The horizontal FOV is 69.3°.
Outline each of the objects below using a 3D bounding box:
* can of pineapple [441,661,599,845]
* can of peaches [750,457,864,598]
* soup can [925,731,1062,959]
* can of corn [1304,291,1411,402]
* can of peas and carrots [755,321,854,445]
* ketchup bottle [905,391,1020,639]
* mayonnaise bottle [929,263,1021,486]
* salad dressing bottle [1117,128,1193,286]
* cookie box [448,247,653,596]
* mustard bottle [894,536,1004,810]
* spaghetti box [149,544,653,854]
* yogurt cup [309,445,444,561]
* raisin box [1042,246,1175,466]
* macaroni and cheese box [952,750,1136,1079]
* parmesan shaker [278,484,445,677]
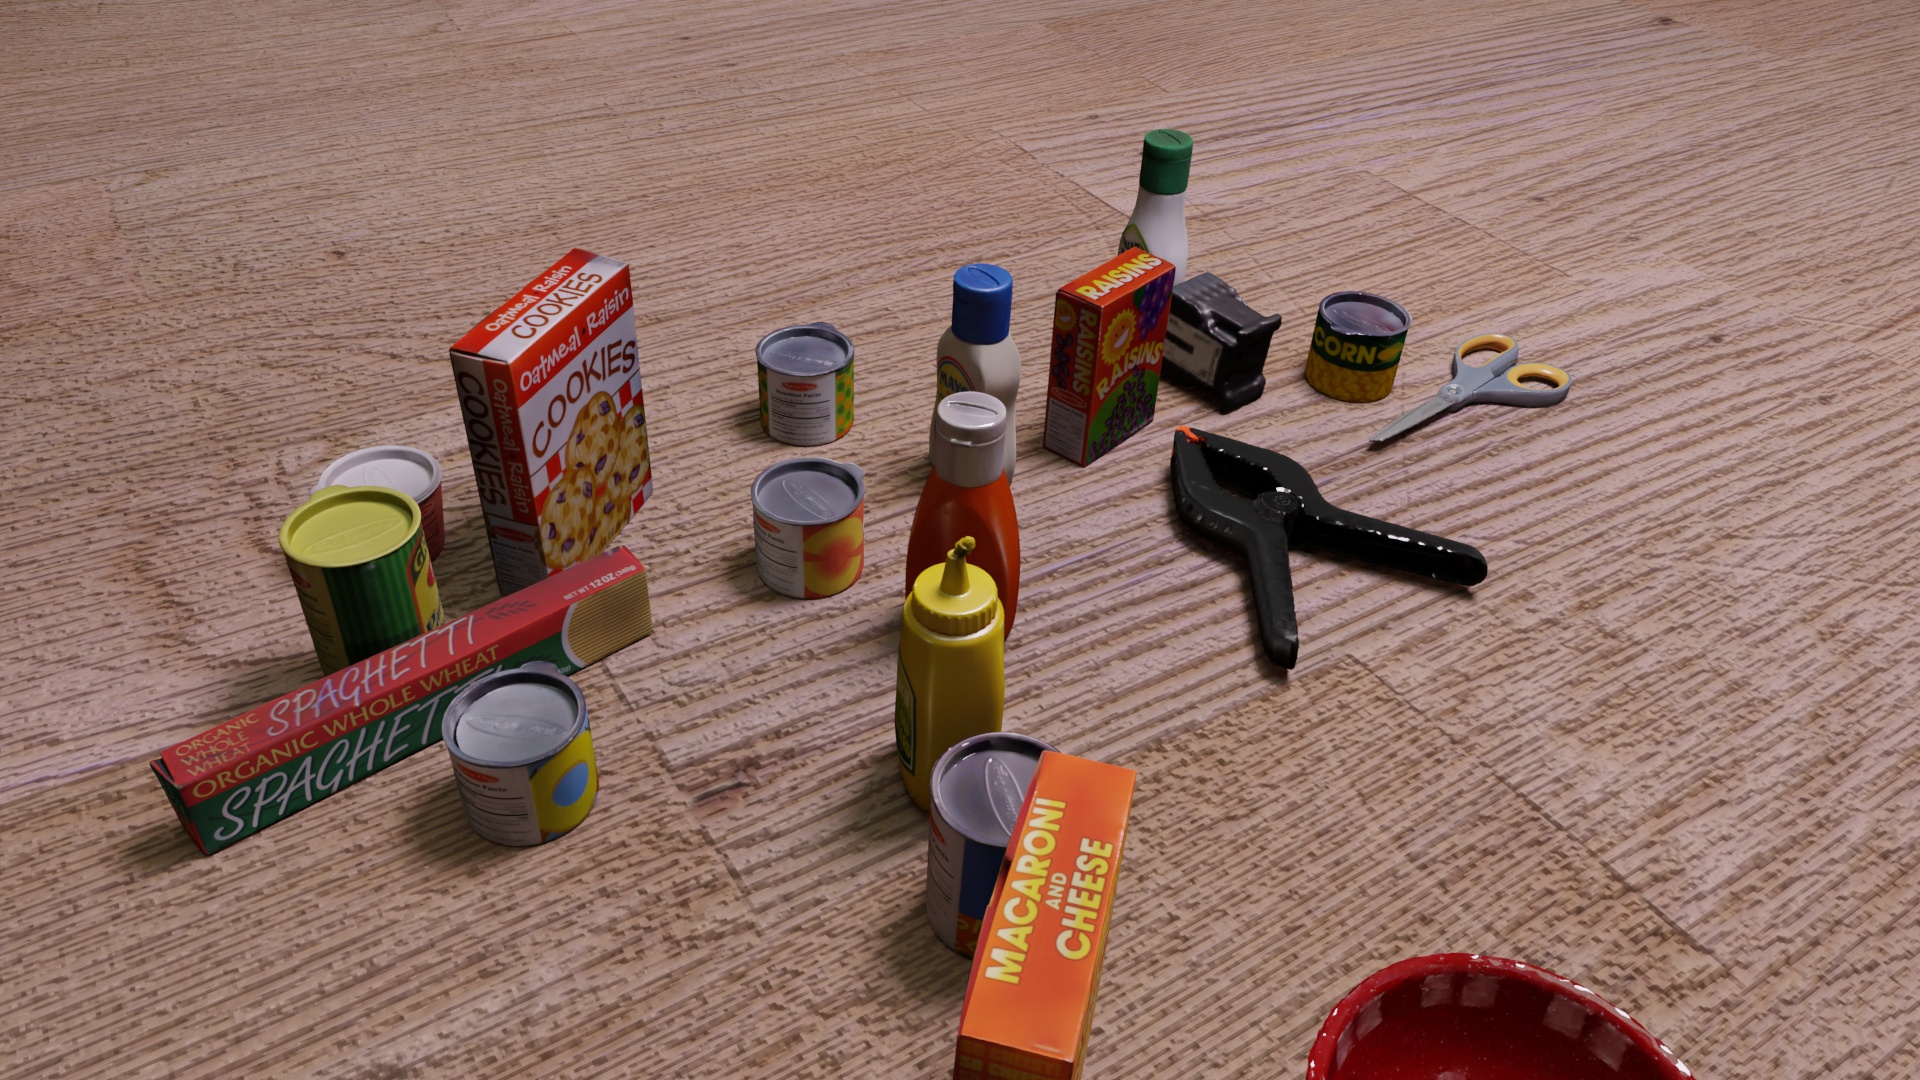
[{"bbox_3d":[-0.211,0.104,0.675,0.071,0.057,0.071,2,38,-2],"label":"can of pineapple"},{"bbox_3d":[-0.088,-0.008,0.826,0.071,0.057,0.071,2,38,-2],"label":"can of peaches"},{"bbox_3d":[0.021,0.139,0.626,0.071,0.083,0.072,2,38,-2],"label":"soup can"},{"bbox_3d":[0.291,-0.142,1.024,0.071,0.058,0.071,2,38,-2],"label":"can of corn"},{"bbox_3d":[-0.105,-0.108,0.951,0.071,0.058,0.071,2,38,-2],"label":"can of peas and carrots"},{"bbox_3d":[0.003,-0.010,0.761,0.065,0.148,0.044,13,39,12],"label":"ketchup bottle"},{"bbox_3d":[0.010,-0.101,0.879,0.041,0.147,0.065,-24,45,-30],"label":"mayonnaise bottle"},{"bbox_3d":[0.150,-0.239,1.066,0.044,0.146,0.064,-15,42,-22],"label":"salad dressing bottle"},{"bbox_3d":[-0.230,-0.065,0.800,0.040,0.166,0.123,13,39,13],"label":"cookie box"},{"bbox_3d":[-0.005,0.059,0.664,0.049,0.159,0.065,-7,39,-13],"label":"mustard bottle"},{"bbox_3d":[-0.272,0.076,0.712,0.251,0.049,0.029,-28,48,-34],"label":"spaghetti box"},{"bbox_3d":[-0.338,-0.016,0.821,0.072,0.053,0.073,2,38,-2],"label":"yogurt cup"},{"bbox_3d":[0.099,-0.123,0.934,0.040,0.122,0.086,30,45,30],"label":"raisin box"},{"bbox_3d":[0.026,0.179,0.508,0.040,0.165,0.124,11,39,10],"label":"macaroni and cheese box"},{"bbox_3d":[-0.308,0.030,0.725,0.071,0.102,0.072,2,38,-2],"label":"parmesan shaker"}]
